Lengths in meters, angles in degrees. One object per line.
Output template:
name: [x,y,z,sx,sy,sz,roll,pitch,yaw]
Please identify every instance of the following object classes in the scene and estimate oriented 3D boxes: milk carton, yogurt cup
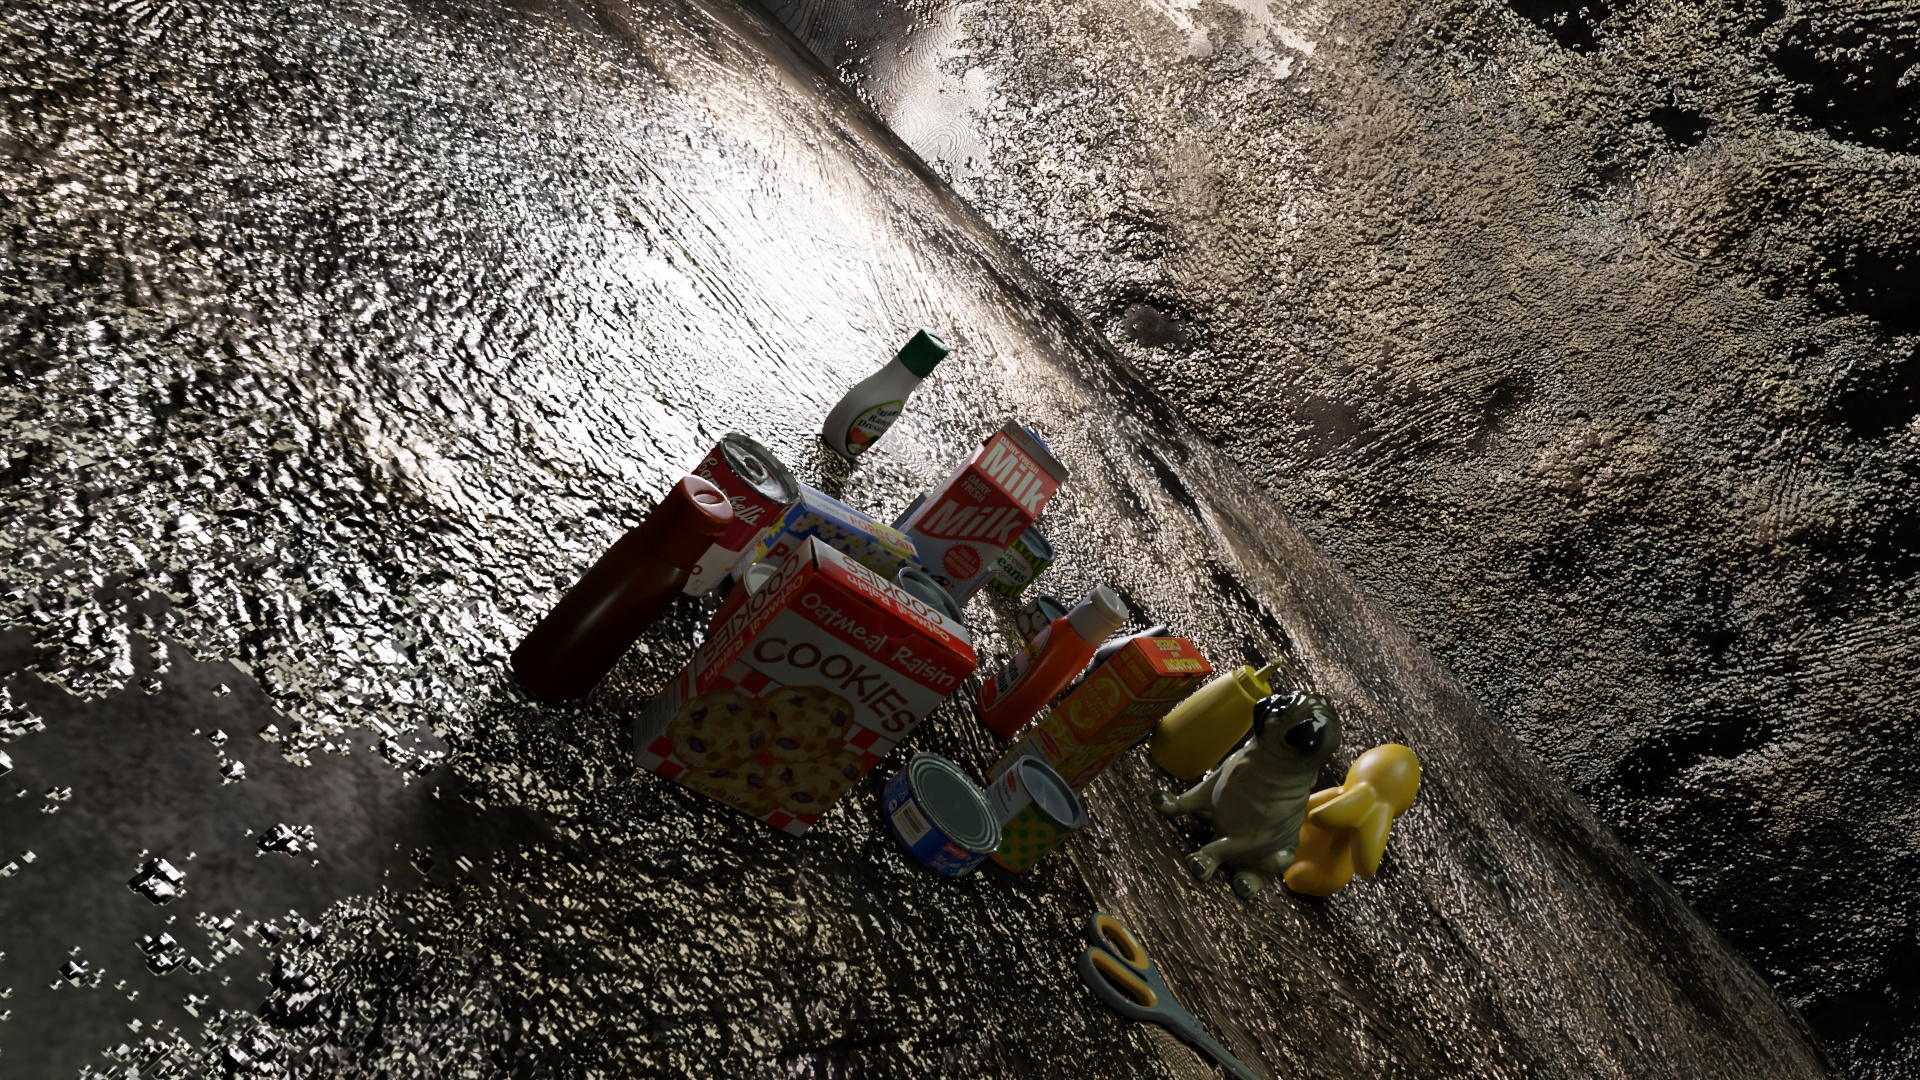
milk carton: [0.004,-0.015,1.184,0.072,0.190,0.074,42,19,-8]
yogurt cup: [-0.137,0.057,0.956,0.072,0.053,0.073,39,20,-17]

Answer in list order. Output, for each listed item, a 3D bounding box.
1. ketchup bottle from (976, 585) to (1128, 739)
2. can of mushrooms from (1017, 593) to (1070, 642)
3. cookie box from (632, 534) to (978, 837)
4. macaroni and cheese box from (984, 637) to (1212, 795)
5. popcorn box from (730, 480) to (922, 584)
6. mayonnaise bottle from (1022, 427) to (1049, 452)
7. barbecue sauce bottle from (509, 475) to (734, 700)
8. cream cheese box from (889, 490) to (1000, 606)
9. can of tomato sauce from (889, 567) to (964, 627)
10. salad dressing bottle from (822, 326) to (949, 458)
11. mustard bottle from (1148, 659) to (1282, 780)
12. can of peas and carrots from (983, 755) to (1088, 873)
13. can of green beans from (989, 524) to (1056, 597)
ketchup bottle: [0.077,0.099,1.162,0.043,0.148,0.065,39,19,-16]
can of mushrooms: [0.091,0.089,1.389,0.071,0.033,0.071,39,20,-17]
cookie box: [-0.091,0.090,0.809,0.123,0.167,0.040,33,22,-31]
macaroni and cheese box: [0.114,0.146,1.114,0.040,0.166,0.124,53,20,22]
popcorn box: [-0.103,0.015,1.064,0.126,0.085,0.038,28,25,-41]
mayonnaise bottle: [0.024,-0.047,1.357,0.065,0.147,0.041,51,19,16]
barbecue sauce bottle: [-0.185,0.027,0.774,0.044,0.148,0.065,49,19,12]
cream cheese box: [-0.016,0.008,1.305,0.104,0.053,0.024,50,19,15]
can of tomato sauce: [-0.047,0.074,1.061,0.071,0.083,0.071,39,19,-17]
salad dressing bottle: [-0.073,-0.146,1.364,0.064,0.147,0.044,17,33,-54]
mustard bottle: [0.259,0.169,1.373,0.065,0.160,0.049,35,21,-27]
can of peas and carrots: [0.049,0.204,1.027,0.071,0.058,0.071,39,20,-17]
can of green beans: [0.055,0.016,1.429,0.071,0.057,0.071,39,20,-17]
